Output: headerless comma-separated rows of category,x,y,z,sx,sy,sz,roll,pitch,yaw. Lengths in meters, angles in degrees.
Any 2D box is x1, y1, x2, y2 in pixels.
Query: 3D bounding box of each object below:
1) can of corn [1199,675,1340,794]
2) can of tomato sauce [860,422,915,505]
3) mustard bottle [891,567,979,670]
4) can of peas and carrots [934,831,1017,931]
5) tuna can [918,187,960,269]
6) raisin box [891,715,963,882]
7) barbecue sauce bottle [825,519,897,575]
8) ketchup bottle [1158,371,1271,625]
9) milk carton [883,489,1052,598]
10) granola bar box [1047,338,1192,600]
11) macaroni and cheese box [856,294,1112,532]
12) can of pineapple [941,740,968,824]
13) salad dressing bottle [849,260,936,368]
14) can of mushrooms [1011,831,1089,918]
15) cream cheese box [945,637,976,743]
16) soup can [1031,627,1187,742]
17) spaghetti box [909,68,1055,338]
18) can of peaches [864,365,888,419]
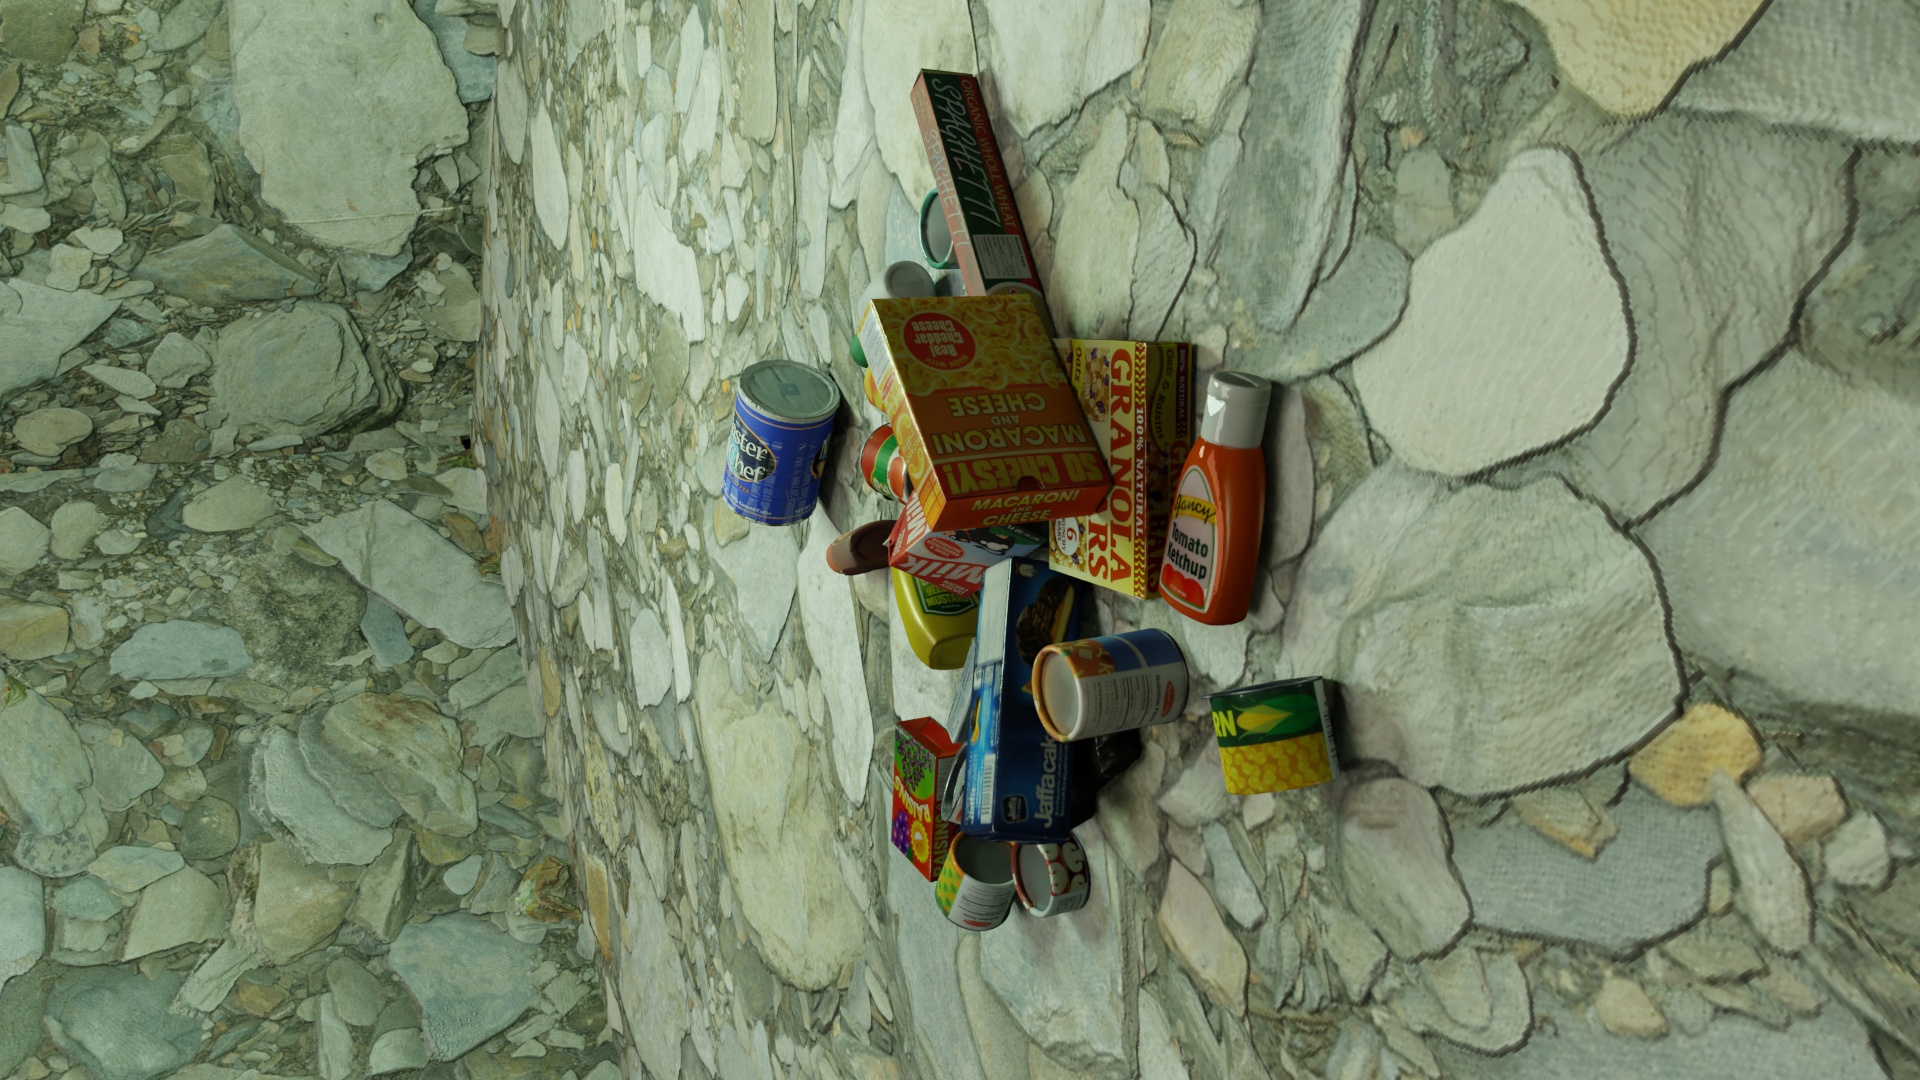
can of corn,0.178,0.112,0.800,0.071,0.071,0.058,-21,77,62
can of tomato sauce,-0.039,-0.060,1.188,0.083,0.071,0.071,27,119,58
mustard bottle,-0.028,0.040,1.193,0.161,0.065,0.048,-117,29,-41
can of peas and carrots,0.017,0.278,1.153,0.071,0.071,0.058,57,142,41
tuna can,-0.007,-0.253,1.122,0.071,0.033,0.071,21,114,59
raisin box,-0.027,0.233,1.258,0.086,0.040,0.123,28,119,57
barbecue sauce bottle,-0.095,0.010,1.321,0.148,0.065,0.043,163,91,-71
ketchup bottle,0.158,-0.026,0.841,0.065,0.043,0.148,39,129,54
milk carton,0.004,-0.014,1.083,0.189,0.072,0.074,-38,32,58
granola bar box,0.106,-0.053,0.939,0.124,0.039,0.165,17,111,62
macaroni and cheese box,0.014,-0.090,0.930,0.167,0.124,0.040,69,151,27
can of pineapple,0.023,0.198,1.109,0.071,0.058,0.071,-158,88,-81
salad dressing bottle,-0.065,-0.194,1.221,0.044,0.064,0.147,68,158,9
can of mushrooms,0.068,0.256,1.083,0.071,0.033,0.071,24,118,59
cream cheese box,0.025,0.119,1.115,0.024,0.053,0.103,59,144,42
soup can,0.098,0.096,0.937,0.071,0.084,0.071,22,115,60
spaghetti box,0.016,-0.250,1.061,0.028,0.050,0.250,-43,57,56
can of peaches,-0.042,-0.131,1.175,0.058,0.071,0.071,-142,52,-63
